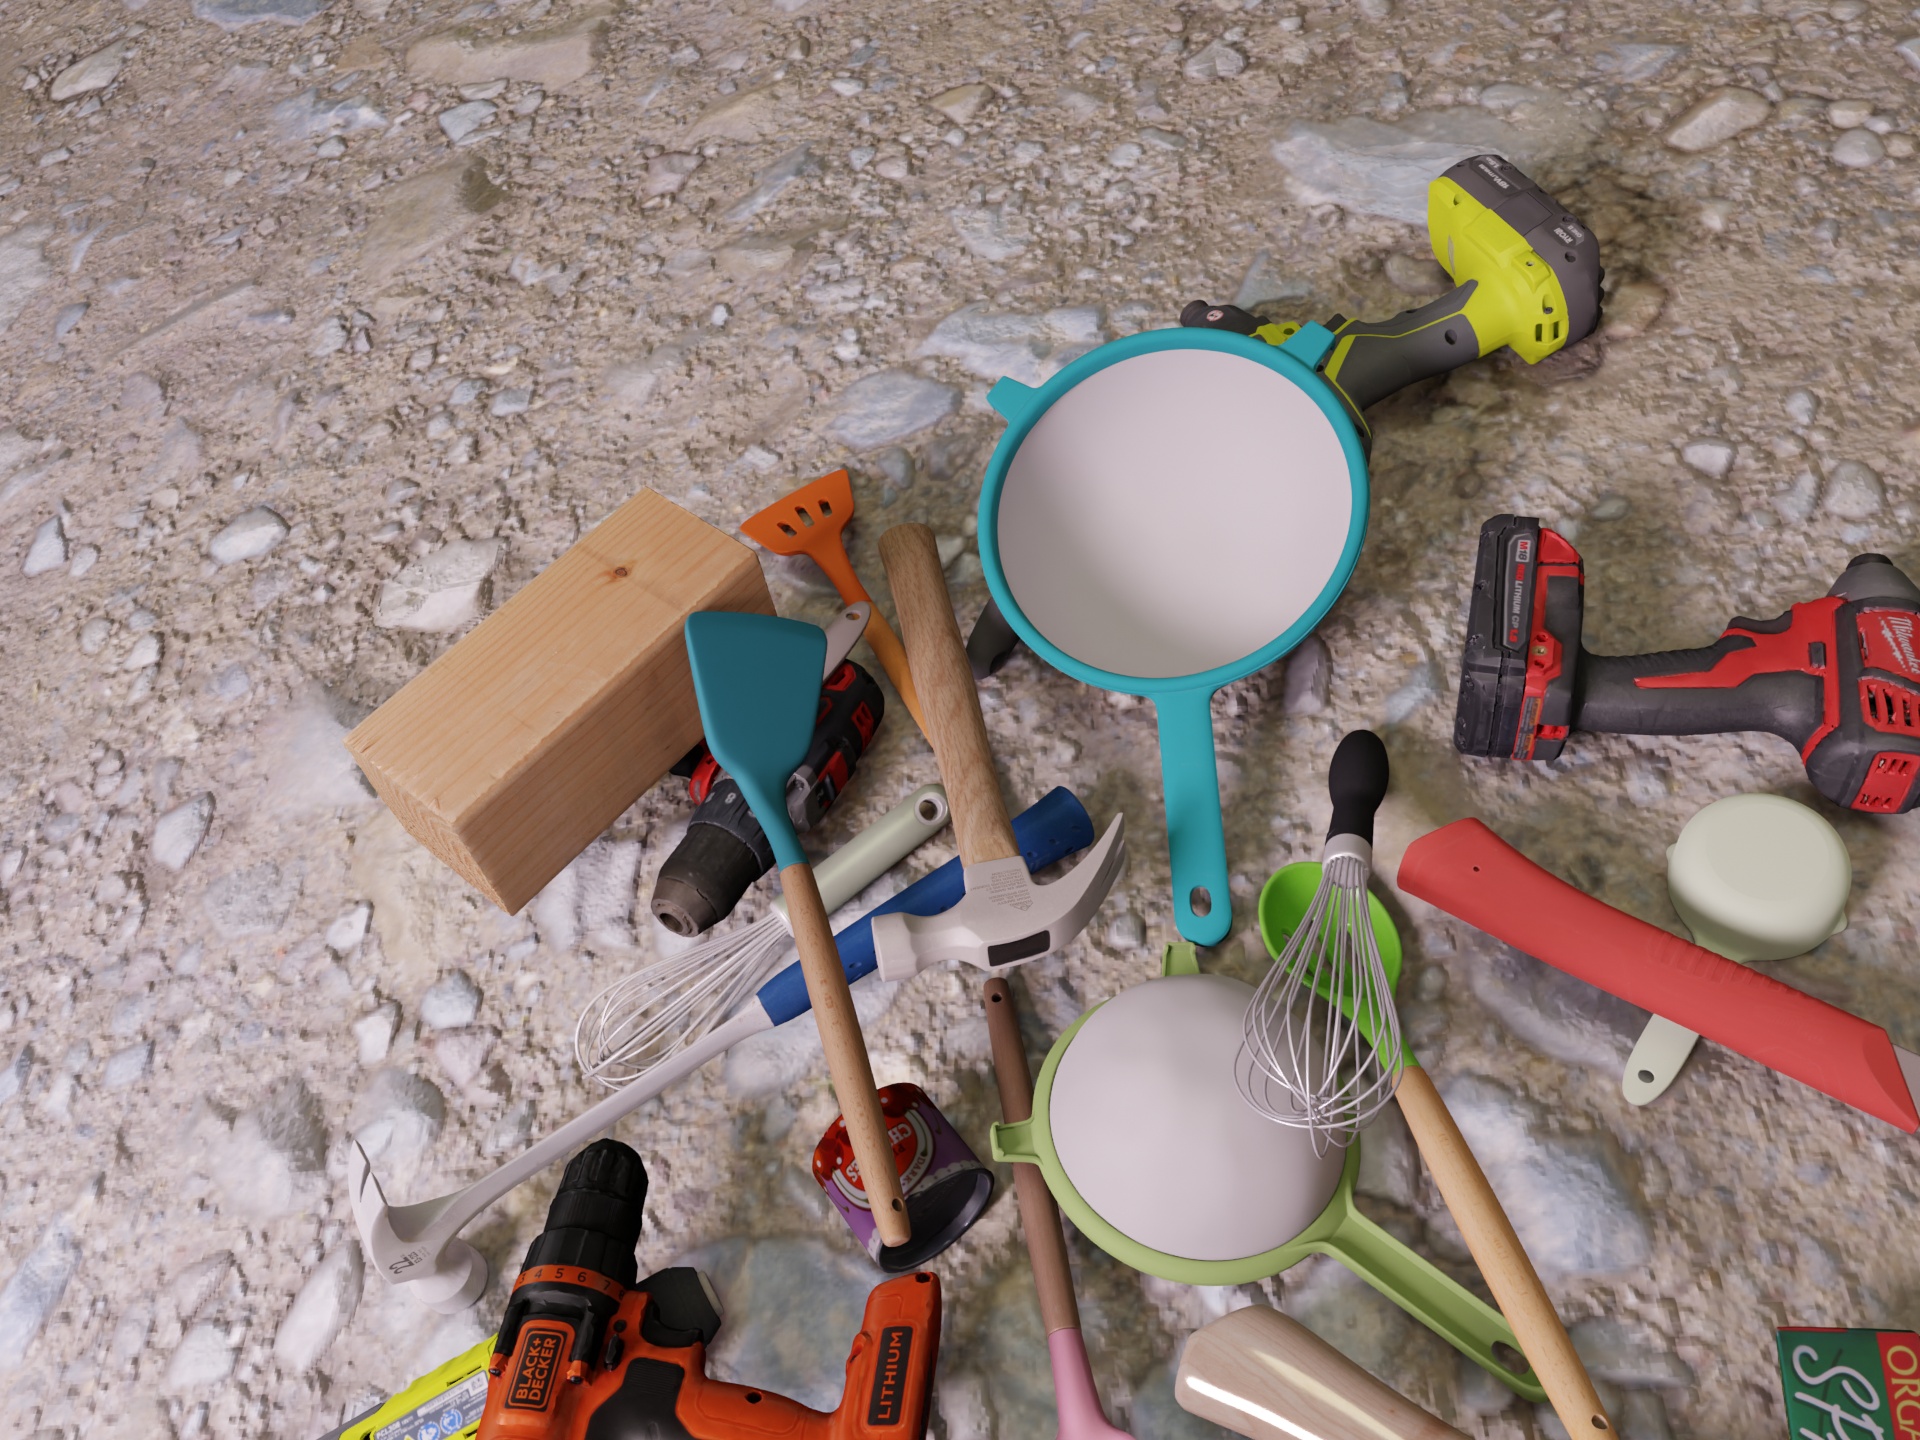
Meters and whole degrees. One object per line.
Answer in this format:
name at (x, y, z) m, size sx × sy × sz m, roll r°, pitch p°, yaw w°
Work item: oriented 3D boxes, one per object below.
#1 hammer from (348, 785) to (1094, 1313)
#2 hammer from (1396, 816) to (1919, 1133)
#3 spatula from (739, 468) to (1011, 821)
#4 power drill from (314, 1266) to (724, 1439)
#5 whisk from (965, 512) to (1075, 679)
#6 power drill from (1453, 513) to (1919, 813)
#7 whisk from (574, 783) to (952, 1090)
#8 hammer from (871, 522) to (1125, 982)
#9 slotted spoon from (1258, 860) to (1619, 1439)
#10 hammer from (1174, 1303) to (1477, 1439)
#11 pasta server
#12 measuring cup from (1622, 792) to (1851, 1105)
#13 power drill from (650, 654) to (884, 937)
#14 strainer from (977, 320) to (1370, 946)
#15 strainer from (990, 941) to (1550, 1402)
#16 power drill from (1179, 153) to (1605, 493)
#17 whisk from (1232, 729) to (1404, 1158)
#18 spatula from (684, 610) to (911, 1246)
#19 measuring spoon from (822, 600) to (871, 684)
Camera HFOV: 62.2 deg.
hammer at (-0.107, 0.148, 0.788) m, size 0.405 × 0.144 × 0.035 m, roll -31°, pitch 57°, yaw -14°
hammer at (0.352, 0.142, 0.672) m, size 0.359 × 0.036 × 0.149 m, roll 25°, pitch 81°, yaw 28°
spatula at (-0.045, -0.045, 0.954) m, size 0.081 × 0.041 × 0.323 m, roll -30°, pitch 58°, yaw -4°
power drill at (-0.160, 0.360, 0.675) m, size 0.190 × 0.080 × 0.229 m, roll -27°, pitch 50°, yaw -13°
whisk at (0.063, -0.123, 0.959) m, size 0.055 × 0.055 × 0.239 m, roll 20°, pitch 69°, yaw 27°
power drill at (0.366, -0.035, 0.790) m, size 0.220 × 0.078 × 0.143 m, roll 8°, pitch 54°, yaw 17°
whisk at (-0.101, 0.112, 0.851) m, size 0.246 × 0.059 × 0.058 m, roll -37°, pitch 91°, yaw -14°
hammer at (-0.001, -0.003, 0.850) m, size 0.130 × 0.031 × 0.332 m, roll -10°, pitch 43°, yaw -5°
slotted spoon at (0.198, 0.172, 0.677) m, size 0.070 × 0.031 × 0.314 m, roll 0°, pitch 35°, yaw -12°
hammer at (0.258, 0.311, 0.540) m, size 0.411 × 0.038 × 0.146 m, roll 12°, pitch 66°, yaw 34°
pasta server at (0.040, 0.241, 0.700) m, size 0.060 × 0.040 × 0.317 m, roll -13°, pitch 46°, yaw 1°
measuring cup at (0.345, 0.102, 0.724) m, size 0.083 × 0.038 × 0.167 m, roll 27°, pitch 66°, yaw 30°
power drill at (-0.177, 0.020, 0.899) m, size 0.227 × 0.080 × 0.188 m, roll 16°, pitch 50°, yaw 22°
strainer at (0.125, -0.043, 0.871) m, size 0.211 × 0.095 × 0.340 m, roll -7°, pitch 74°, yaw 15°
strainer at (0.148, 0.192, 0.685) m, size 0.256 × 0.069 × 0.151 m, roll 33°, pitch 54°, yaw 27°
power drill at (0.254, -0.243, 0.968) m, size 0.223 × 0.080 × 0.171 m, roll -29°, pitch 54°, yaw 0°
whisk at (0.175, 0.083, 0.728) m, size 0.070 × 0.070 × 0.285 m, roll 2°, pitch 33°, yaw 18°
spatula at (-0.068, 0.088, 0.750) m, size 0.044 × 0.082 × 0.318 m, roll -48°, pitch 50°, yaw 39°
measuring spoon at (-0.082, -0.031, 0.878) m, size 0.034 × 0.018 × 0.124 m, roll 17°, pitch 49°, yaw 19°
